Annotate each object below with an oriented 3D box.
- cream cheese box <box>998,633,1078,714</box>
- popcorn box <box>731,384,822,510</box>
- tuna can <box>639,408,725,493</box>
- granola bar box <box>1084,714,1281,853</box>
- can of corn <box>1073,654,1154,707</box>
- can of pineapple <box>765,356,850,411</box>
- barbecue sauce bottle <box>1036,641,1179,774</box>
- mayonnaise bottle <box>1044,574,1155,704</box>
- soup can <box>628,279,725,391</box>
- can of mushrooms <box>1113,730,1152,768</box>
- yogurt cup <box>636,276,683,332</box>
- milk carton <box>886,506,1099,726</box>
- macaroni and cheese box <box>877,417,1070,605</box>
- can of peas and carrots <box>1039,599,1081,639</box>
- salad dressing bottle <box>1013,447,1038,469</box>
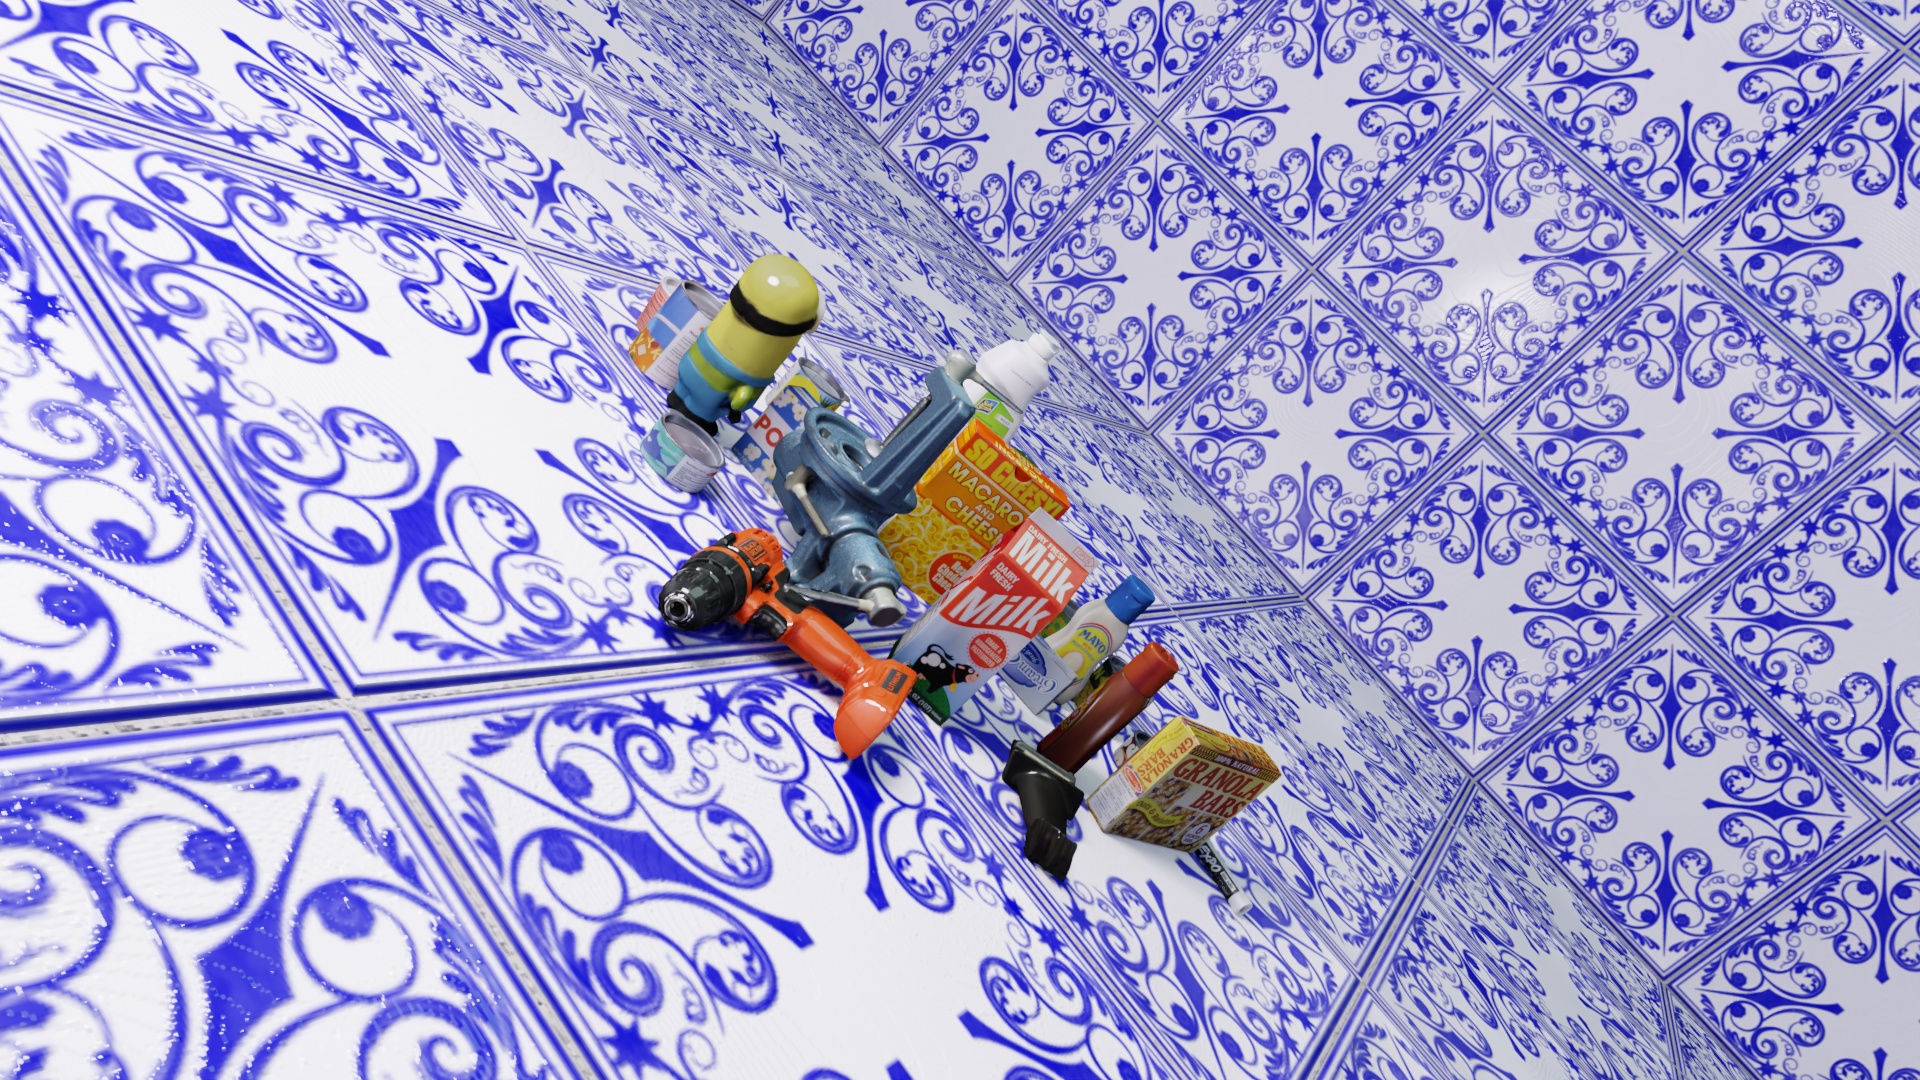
[{"bbox_3d":[0.060,0.114,1.352,0.104,0.053,0.024,48,17,11],"label":"cream cheese box"},{"bbox_3d":[-0.139,-0.069,1.275,0.127,0.085,0.038,48,17,11],"label":"popcorn box"},{"bbox_3d":[-0.234,-0.075,1.160,0.071,0.032,0.071,40,17,-15],"label":"tuna can"},{"bbox_3d":[0.210,0.230,1.299,0.165,0.124,0.039,25,25,-47],"label":"granola bar box"},{"bbox_3d":[0.158,0.161,1.457,0.071,0.058,0.071,40,17,-15],"label":"can of corn"},{"bbox_3d":[-0.161,-0.149,1.459,0.071,0.057,0.071,40,17,-15],"label":"can of pineapple"},{"bbox_3d":[0.135,0.154,1.266,0.044,0.148,0.065,46,16,4],"label":"barbecue sauce bottle"},{"bbox_3d":[0.132,0.096,1.397,0.065,0.147,0.041,42,16,-7],"label":"mayonnaise bottle"},{"bbox_3d":[-0.258,-0.191,1.291,0.071,0.083,0.071,40,17,-15],"label":"soup can"},{"bbox_3d":[0.191,0.230,1.413,0.071,0.033,0.071,40,17,-15],"label":"can of mushrooms"},{"bbox_3d":[-0.279,-0.216,1.356,0.072,0.054,0.073,40,17,-15],"label":"yogurt cup"},{"bbox_3d":[0.026,0.060,1.167,0.072,0.190,0.074,43,16,-5],"label":"milk carton"},{"bbox_3d":[0.005,-0.017,1.341,0.123,0.166,0.040,38,17,-19],"label":"macaroni and cheese box"},{"bbox_3d":[0.109,0.102,1.485,0.071,0.058,0.071,40,17,-15],"label":"can of peas and carrots"},{"bbox_3d":[0.019,-0.033,1.445,0.044,0.147,0.064,40,17,-14],"label":"salad dressing bottle"}]
